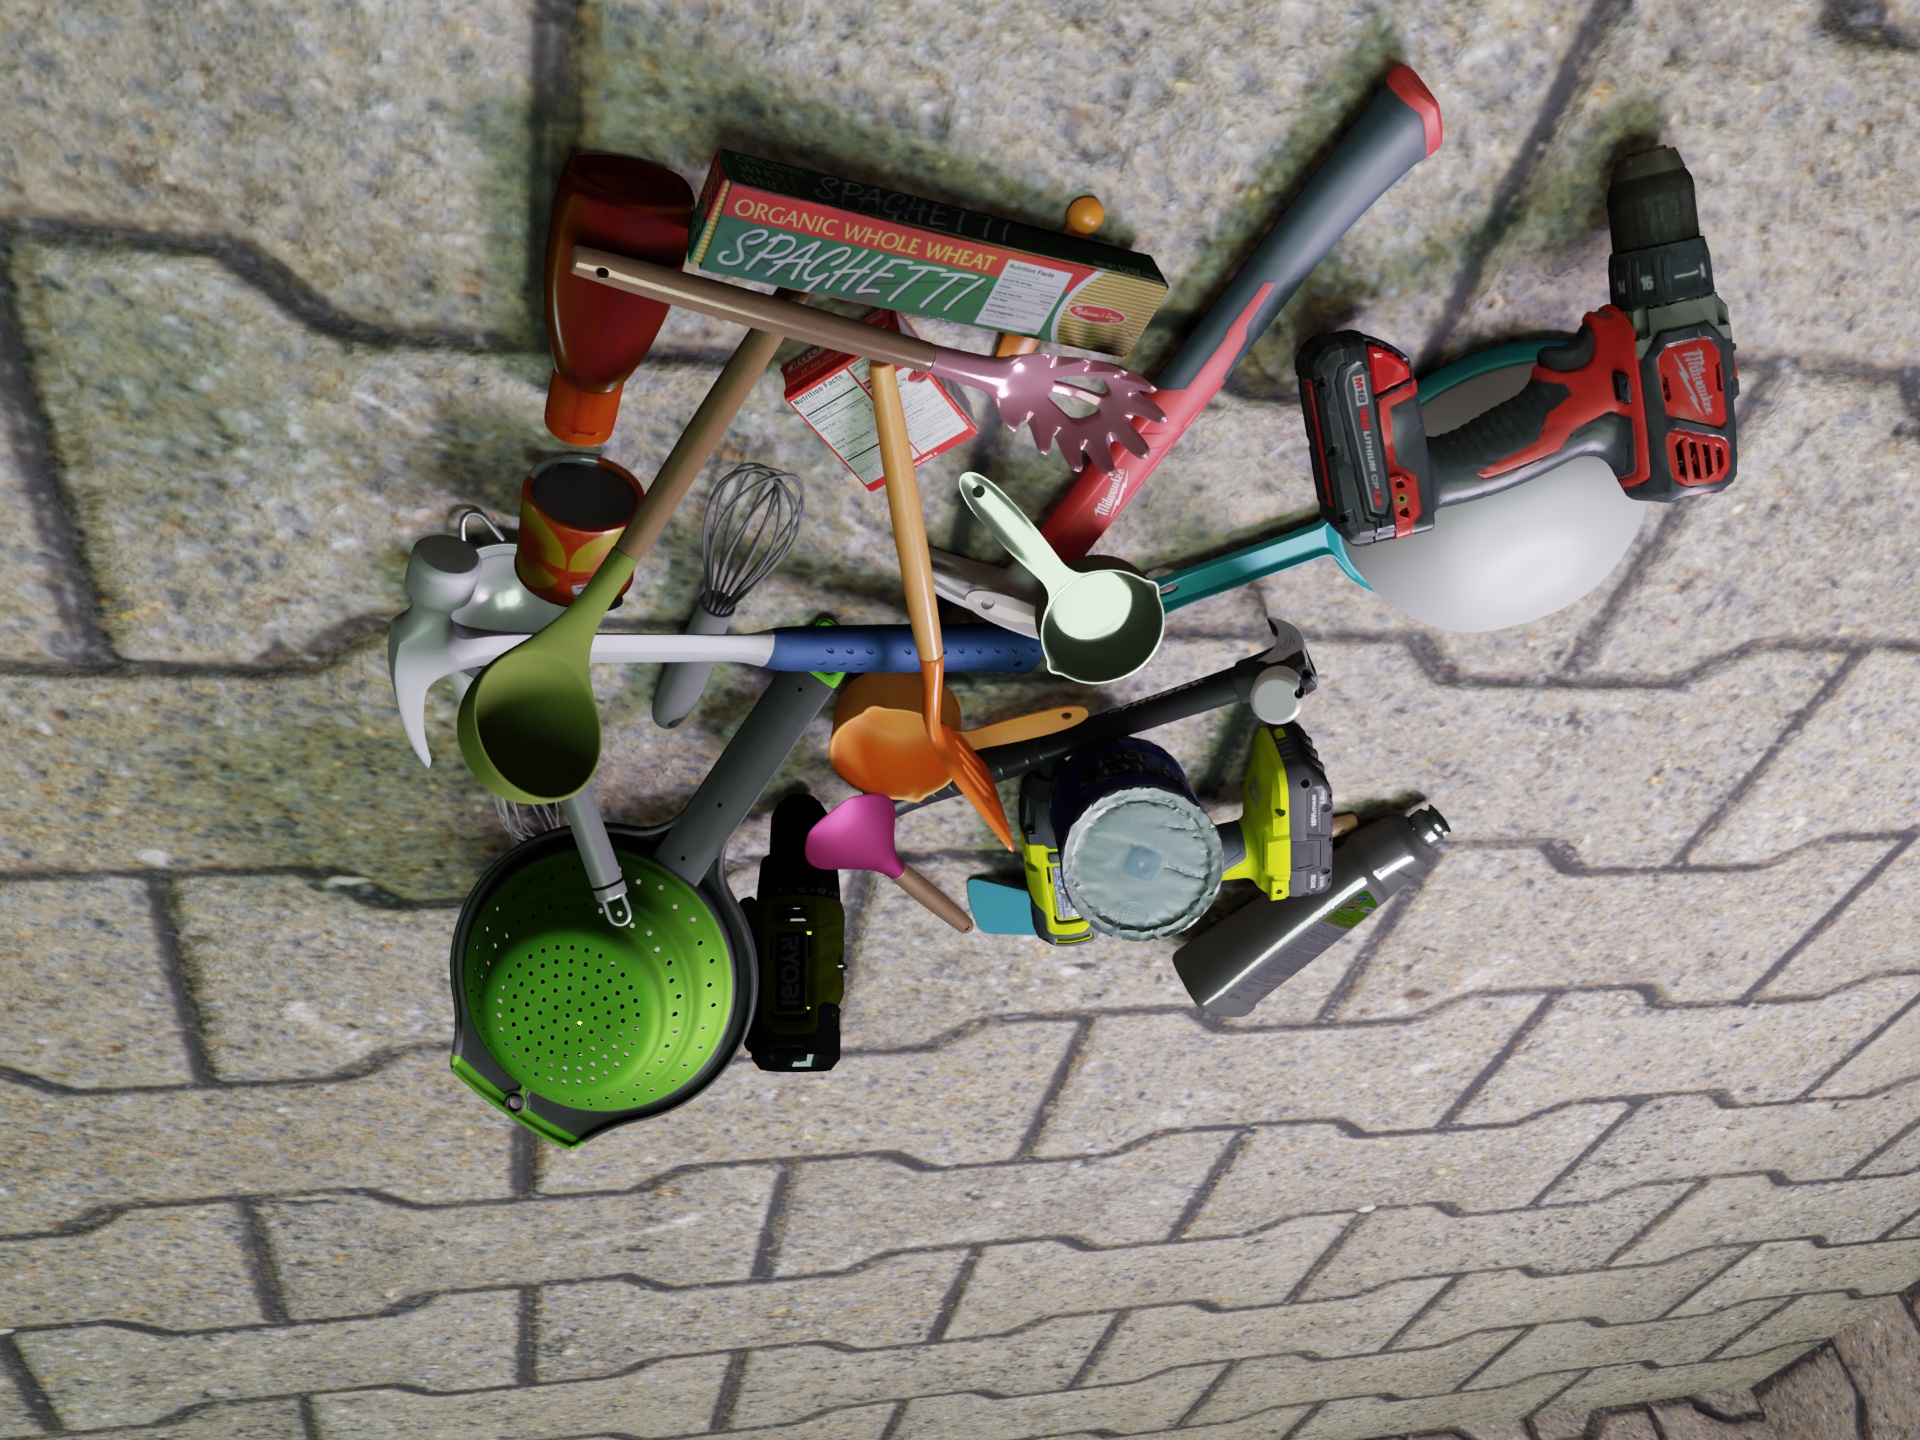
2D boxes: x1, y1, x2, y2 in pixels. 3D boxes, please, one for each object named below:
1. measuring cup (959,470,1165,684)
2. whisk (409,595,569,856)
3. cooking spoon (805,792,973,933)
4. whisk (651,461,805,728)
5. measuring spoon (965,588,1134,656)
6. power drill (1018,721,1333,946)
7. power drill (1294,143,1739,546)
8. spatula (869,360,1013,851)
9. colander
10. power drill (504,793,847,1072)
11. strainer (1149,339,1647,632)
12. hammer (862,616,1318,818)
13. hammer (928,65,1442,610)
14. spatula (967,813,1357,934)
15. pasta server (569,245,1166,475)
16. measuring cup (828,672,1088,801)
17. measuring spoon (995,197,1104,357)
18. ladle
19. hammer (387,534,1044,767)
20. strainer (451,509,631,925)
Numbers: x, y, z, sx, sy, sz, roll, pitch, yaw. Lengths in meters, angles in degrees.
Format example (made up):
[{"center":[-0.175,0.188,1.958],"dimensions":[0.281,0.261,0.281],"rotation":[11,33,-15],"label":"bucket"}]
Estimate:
[{"center":[0.053,-0.092,0.937],"dimensions":[0.083,0.038,0.167],"rotation":[-40,116,12],"label":"measuring cup"},{"center":[-0.293,0.008,1.005],"dimensions":[0.058,0.059,0.246],"rotation":[13,141,21],"label":"whisk"},{"center":[-0.039,0.114,1.155],"dimensions":[0.069,0.017,0.318],"rotation":[-41,154,-1],"label":"cooking spoon"},{"center":[-0.148,-0.067,0.955],"dimensions":[0.055,0.055,0.238],"rotation":[8,140,-23],"label":"whisk"},{"center":[0.058,-0.060,0.988],"dimensions":[0.124,0.018,0.034],"rotation":[19,117,-20],"label":"measuring spoon"},{"center":[0.156,0.077,1.179],"dimensions":[0.223,0.080,0.171],"rotation":[-9,126,0],"label":"power drill"},{"center":[0.304,-0.198,0.870],"dimensions":[0.226,0.080,0.188],"rotation":[-11,104,6],"label":"power drill"},{"center":[-0.012,-0.060,0.920],"dimensions":[0.041,0.081,0.322],"rotation":[-12,127,-3],"label":"spatula"},{"center":[-0.189,0.106,0.995],"dimensions":[0.204,0.094,0.397],"rotation":[35,97,-3],"label":"colander"},{"center":[-0.193,0.150,1.114],"dimensions":[0.228,0.191,0.080],"rotation":[-3,163,4],"label":"power drill"},{"center":[0.282,-0.103,0.994],"dimensions":[0.340,0.095,0.210],"rotation":[-19,140,4],"label":"strainer"},{"center":[0.079,0.009,1.076],"dimensions":[0.335,0.146,0.035],"rotation":[-19,103,23],"label":"hammer"},{"center":[0.116,-0.195,0.886],"dimensions":[0.143,0.038,0.386],"rotation":[15,133,-28],"label":"hammer"},{"center":[0.165,0.120,1.282],"dimensions":[0.317,0.044,0.082],"rotation":[-17,139,-3],"label":"spatula"},{"center":[-0.038,-0.185,0.796],"dimensions":[0.316,0.040,0.060],"rotation":[9,123,-28],"label":"pasta server"},{"center":[-0.002,-0.003,1.048],"dimensions":[0.173,0.052,0.095],"rotation":[-12,134,12],"label":"measuring cup"},{"center":[0.046,-0.226,0.848],"dimensions":[0.021,0.011,0.116],"rotation":[9,135,-24],"label":"measuring spoon"},{"center":[-0.146,-0.102,0.789],"dimensions":[0.078,0.062,0.320],"rotation":[33,89,-42],"label":"ladle"},{"center":[-0.125,-0.039,0.925],"dimensions":[0.405,0.035,0.144],"rotation":[-2,139,-34],"label":"hammer"},{"center":[-0.242,0.002,0.934],"dimensions":[0.087,0.050,0.258],"rotation":[-19,99,-9],"label":"strainer"}]
